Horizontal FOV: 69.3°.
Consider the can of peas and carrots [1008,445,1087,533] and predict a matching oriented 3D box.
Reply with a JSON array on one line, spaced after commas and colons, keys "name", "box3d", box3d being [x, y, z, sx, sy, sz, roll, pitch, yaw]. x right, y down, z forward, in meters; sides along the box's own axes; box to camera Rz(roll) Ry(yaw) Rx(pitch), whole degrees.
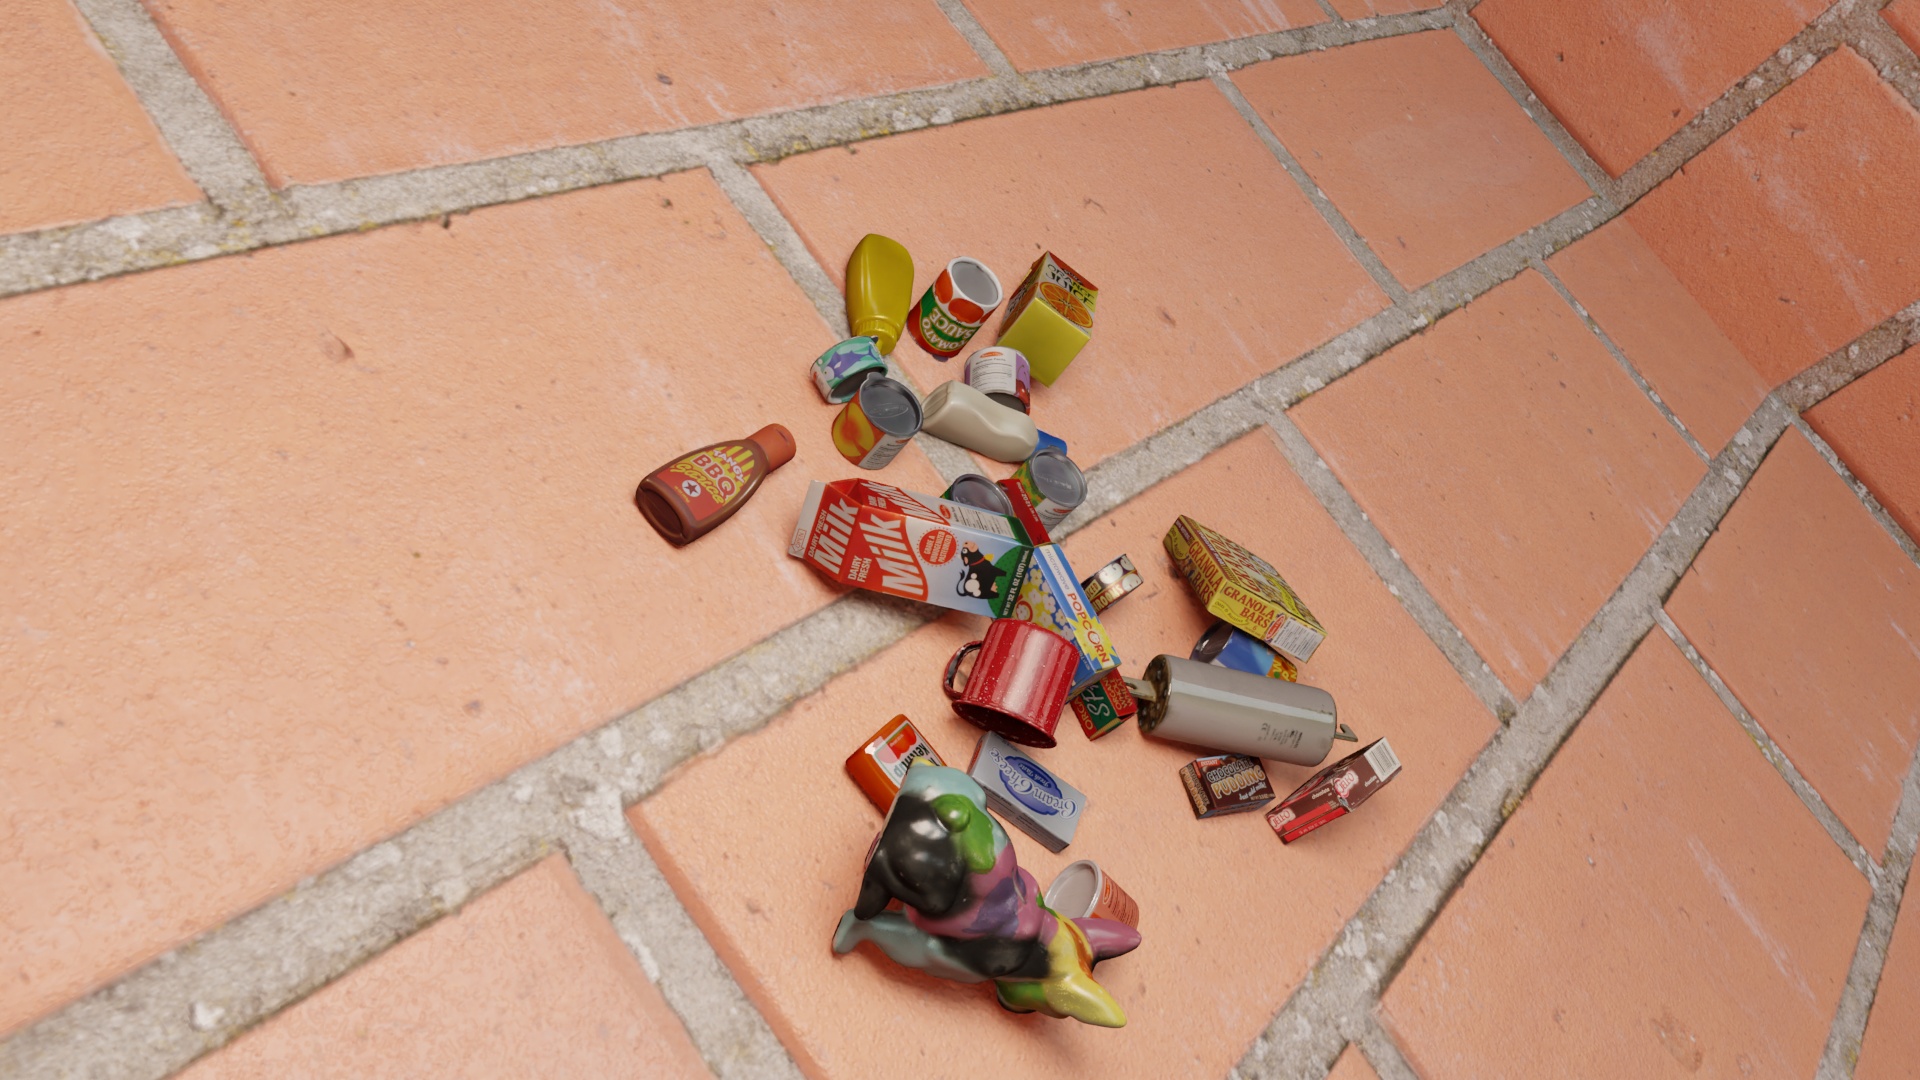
[{"name": "can of peas and carrots", "box3d": [0.078, -0.048, 1.335, 0.071, 0.058, 0.071, 20, 48, -25]}]

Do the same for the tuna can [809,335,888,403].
[{"name": "tuna can", "box3d": [-0.099, -0.157, 1.275, 0.071, 0.070, 0.033, -18, 73, -43]}]

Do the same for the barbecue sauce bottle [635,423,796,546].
[{"name": "barbecue sauce bottle", "box3d": [-0.195, -0.053, 1.145, 0.065, 0.043, 0.149, 48, 43, 3]}]

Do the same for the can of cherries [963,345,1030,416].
[{"name": "can of cherries", "box3d": [0.037, -0.148, 1.375, 0.071, 0.071, 0.059, 19, 50, -25]}]

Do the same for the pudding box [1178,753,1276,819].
[{"name": "pudding box", "box3d": [0.246, 0.225, 1.282, 0.084, 0.030, 0.050, 1, 58, -37]}]

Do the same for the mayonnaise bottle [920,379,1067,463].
[{"name": "mayonnaise bottle", "box3d": [0.035, -0.106, 1.347, 0.148, 0.064, 0.041, 21, 58, -29]}]

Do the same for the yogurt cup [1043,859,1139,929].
[{"name": "yogurt cup", "box3d": [0.104, 0.295, 1.100, 0.054, 0.072, 0.073, 38, 43, -20]}]

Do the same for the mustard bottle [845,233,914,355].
[{"name": "mustard bottle", "box3d": [-0.081, -0.229, 1.356, 0.065, 0.048, 0.161, 21, 50, -24]}]

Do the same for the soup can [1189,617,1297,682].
[{"name": "soup can", "box3d": [0.277, 0.121, 1.353, 0.084, 0.071, 0.072, 37, 44, -10]}]

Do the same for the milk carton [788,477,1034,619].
[{"name": "milk carton", "box3d": [-0.043, 0.003, 1.166, 0.191, 0.072, 0.074, 14, 18, -14]}]

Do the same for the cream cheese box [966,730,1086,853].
[{"name": "cream cheese box", "box3d": [0.053, 0.209, 1.152, 0.104, 0.024, 0.054, 36, 46, -10]}]

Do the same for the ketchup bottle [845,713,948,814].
[{"name": "ketchup bottle", "box3d": [-0.021, 0.209, 1.083, 0.149, 0.043, 0.065, 49, 43, 3]}]

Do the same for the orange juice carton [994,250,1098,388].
[{"name": "orange juice carton", "box3d": [0.095, -0.242, 1.463, 0.072, 0.072, 0.194, 35, 29, -11]}]

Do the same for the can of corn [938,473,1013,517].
[{"name": "can of corn", "box3d": [0.004, -0.016, 1.257, 0.071, 0.058, 0.071, 20, 49, -25]}]

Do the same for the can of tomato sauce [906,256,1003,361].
[{"name": "can of tomato sauce", "box3d": [-0.006, -0.232, 1.391, 0.071, 0.082, 0.071, 20, 49, -24]}]

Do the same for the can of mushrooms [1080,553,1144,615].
[{"name": "can of mushrooms", "box3d": [0.137, 0.044, 1.305, 0.071, 0.070, 0.033, -27, 79, -45]}]

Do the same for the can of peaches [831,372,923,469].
[{"name": "can of peaches", "box3d": [-0.077, -0.108, 1.264, 0.071, 0.057, 0.071, 19, 50, -24]}]

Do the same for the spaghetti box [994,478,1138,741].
[{"name": "spaghetti box", "box3d": [0.084, 0.061, 1.267, 0.029, 0.050, 0.250, -11, 67, -40]}]

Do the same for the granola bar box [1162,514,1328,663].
[{"name": "granola bar box", "box3d": [0.279, 0.045, 1.379, 0.124, 0.039, 0.166, 27, 17, -18]}]

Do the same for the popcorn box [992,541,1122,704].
[{"name": "popcorn box", "box3d": [0.077, 0.076, 1.224, 0.038, 0.085, 0.127, -10, 65, -43]}]
